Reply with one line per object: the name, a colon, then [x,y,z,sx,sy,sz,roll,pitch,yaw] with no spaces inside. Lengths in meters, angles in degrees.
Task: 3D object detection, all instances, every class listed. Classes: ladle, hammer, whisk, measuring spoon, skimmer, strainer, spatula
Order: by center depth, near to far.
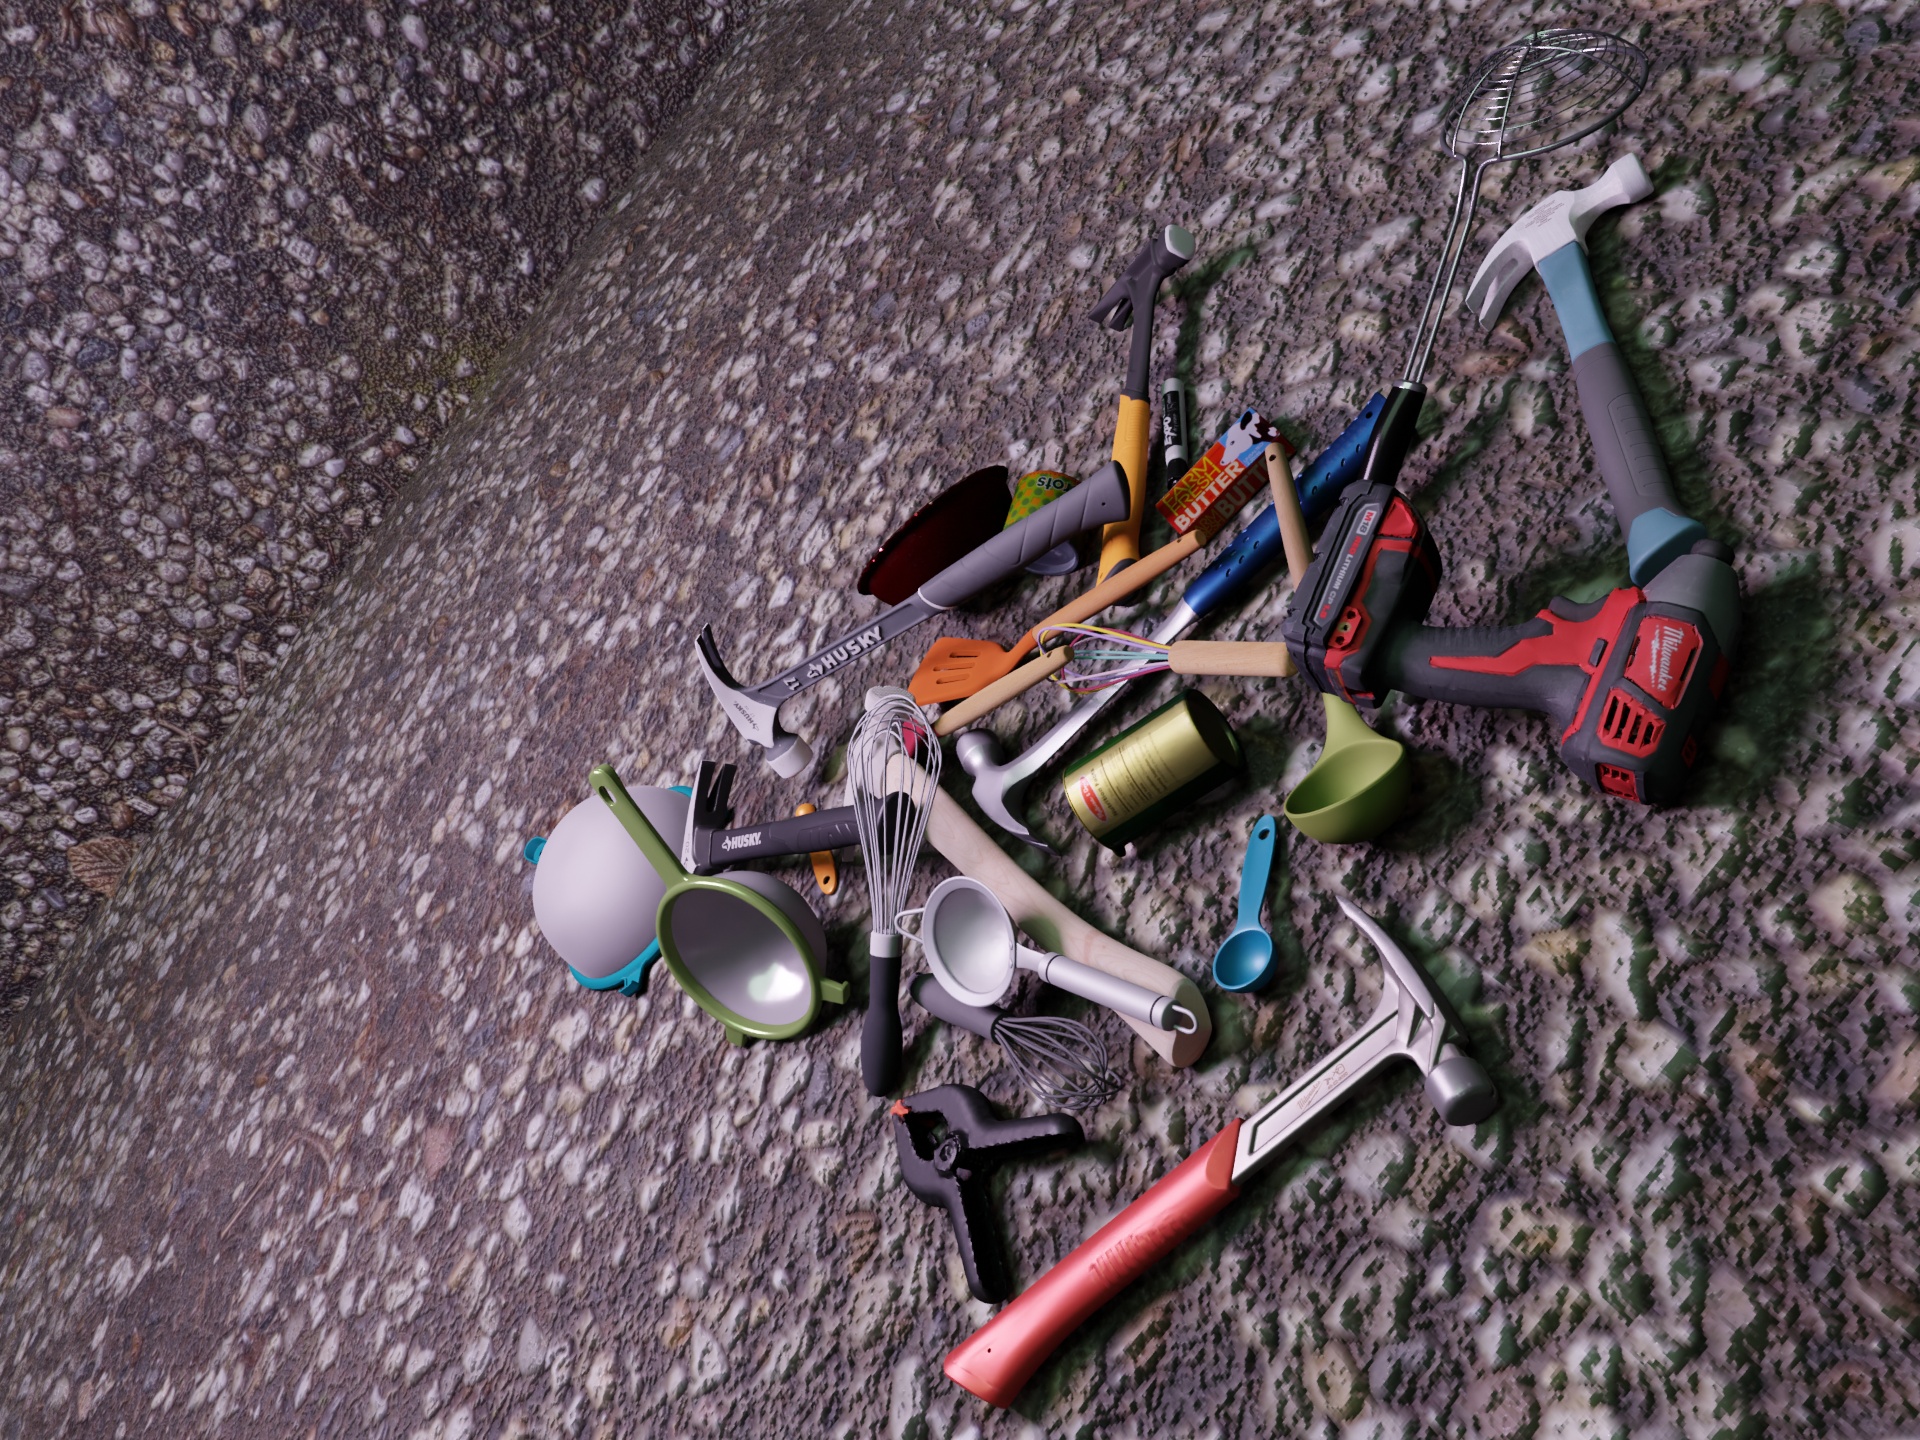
hammer: [0.124,0.259,0.890,0.359,0.036,0.149,-44,36,15]
measuring spoon: [0.183,0.113,0.966,0.042,0.021,0.129,-22,37,40]
hammer: [0.392,-0.213,0.970,0.128,0.033,0.331,-28,43,32]
strainer: [0.054,0.154,0.993,0.259,0.050,0.087,13,106,50]
ladle: [0.219,-0.062,0.999,0.078,0.062,0.320,-27,49,29]
skimmer: [0.331,-0.269,1.032,0.127,0.090,0.363,30,108,52]
whisk: [0.025,0.204,1.047,0.239,0.055,0.055,13,72,58]
whisk: [0.132,-0.039,1.054,0.245,0.051,0.047,5,87,55]
hammer: [0.029,0.120,1.097,0.411,0.038,0.146,38,123,50]
whisk: [-0.049,0.124,1.111,0.070,0.070,0.284,8,97,53]
hammer: [0.159,-0.069,1.125,0.405,0.035,0.144,-45,35,15]
ladle: [-0.002,-0.004,1.206,0.315,0.031,0.069,-29,37,57]
spatula: [0.067,-0.079,1.207,0.322,0.041,0.081,-30,27,50]
strainer: [-0.188,0.128,1.230,0.151,0.256,0.069,-30,9,41]
hammer: [-0.037,-0.093,1.263,0.409,0.149,0.036,-29,23,27]
hammer: [-0.138,0.088,1.277,0.335,0.035,0.146,-15,69,54]
hammer: [0.134,-0.237,1.281,0.127,0.034,0.337,-40,36,55]
measuring spoon: [-0.122,0.106,1.335,0.021,0.011,0.117,-45,35,14]
strainer: [-0.373,0.133,1.540,0.340,0.095,0.211,7,68,51]

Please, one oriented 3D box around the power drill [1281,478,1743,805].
power drill: [0.301,-0.052,0.863,0.220,0.078,0.143,20,78,33]
